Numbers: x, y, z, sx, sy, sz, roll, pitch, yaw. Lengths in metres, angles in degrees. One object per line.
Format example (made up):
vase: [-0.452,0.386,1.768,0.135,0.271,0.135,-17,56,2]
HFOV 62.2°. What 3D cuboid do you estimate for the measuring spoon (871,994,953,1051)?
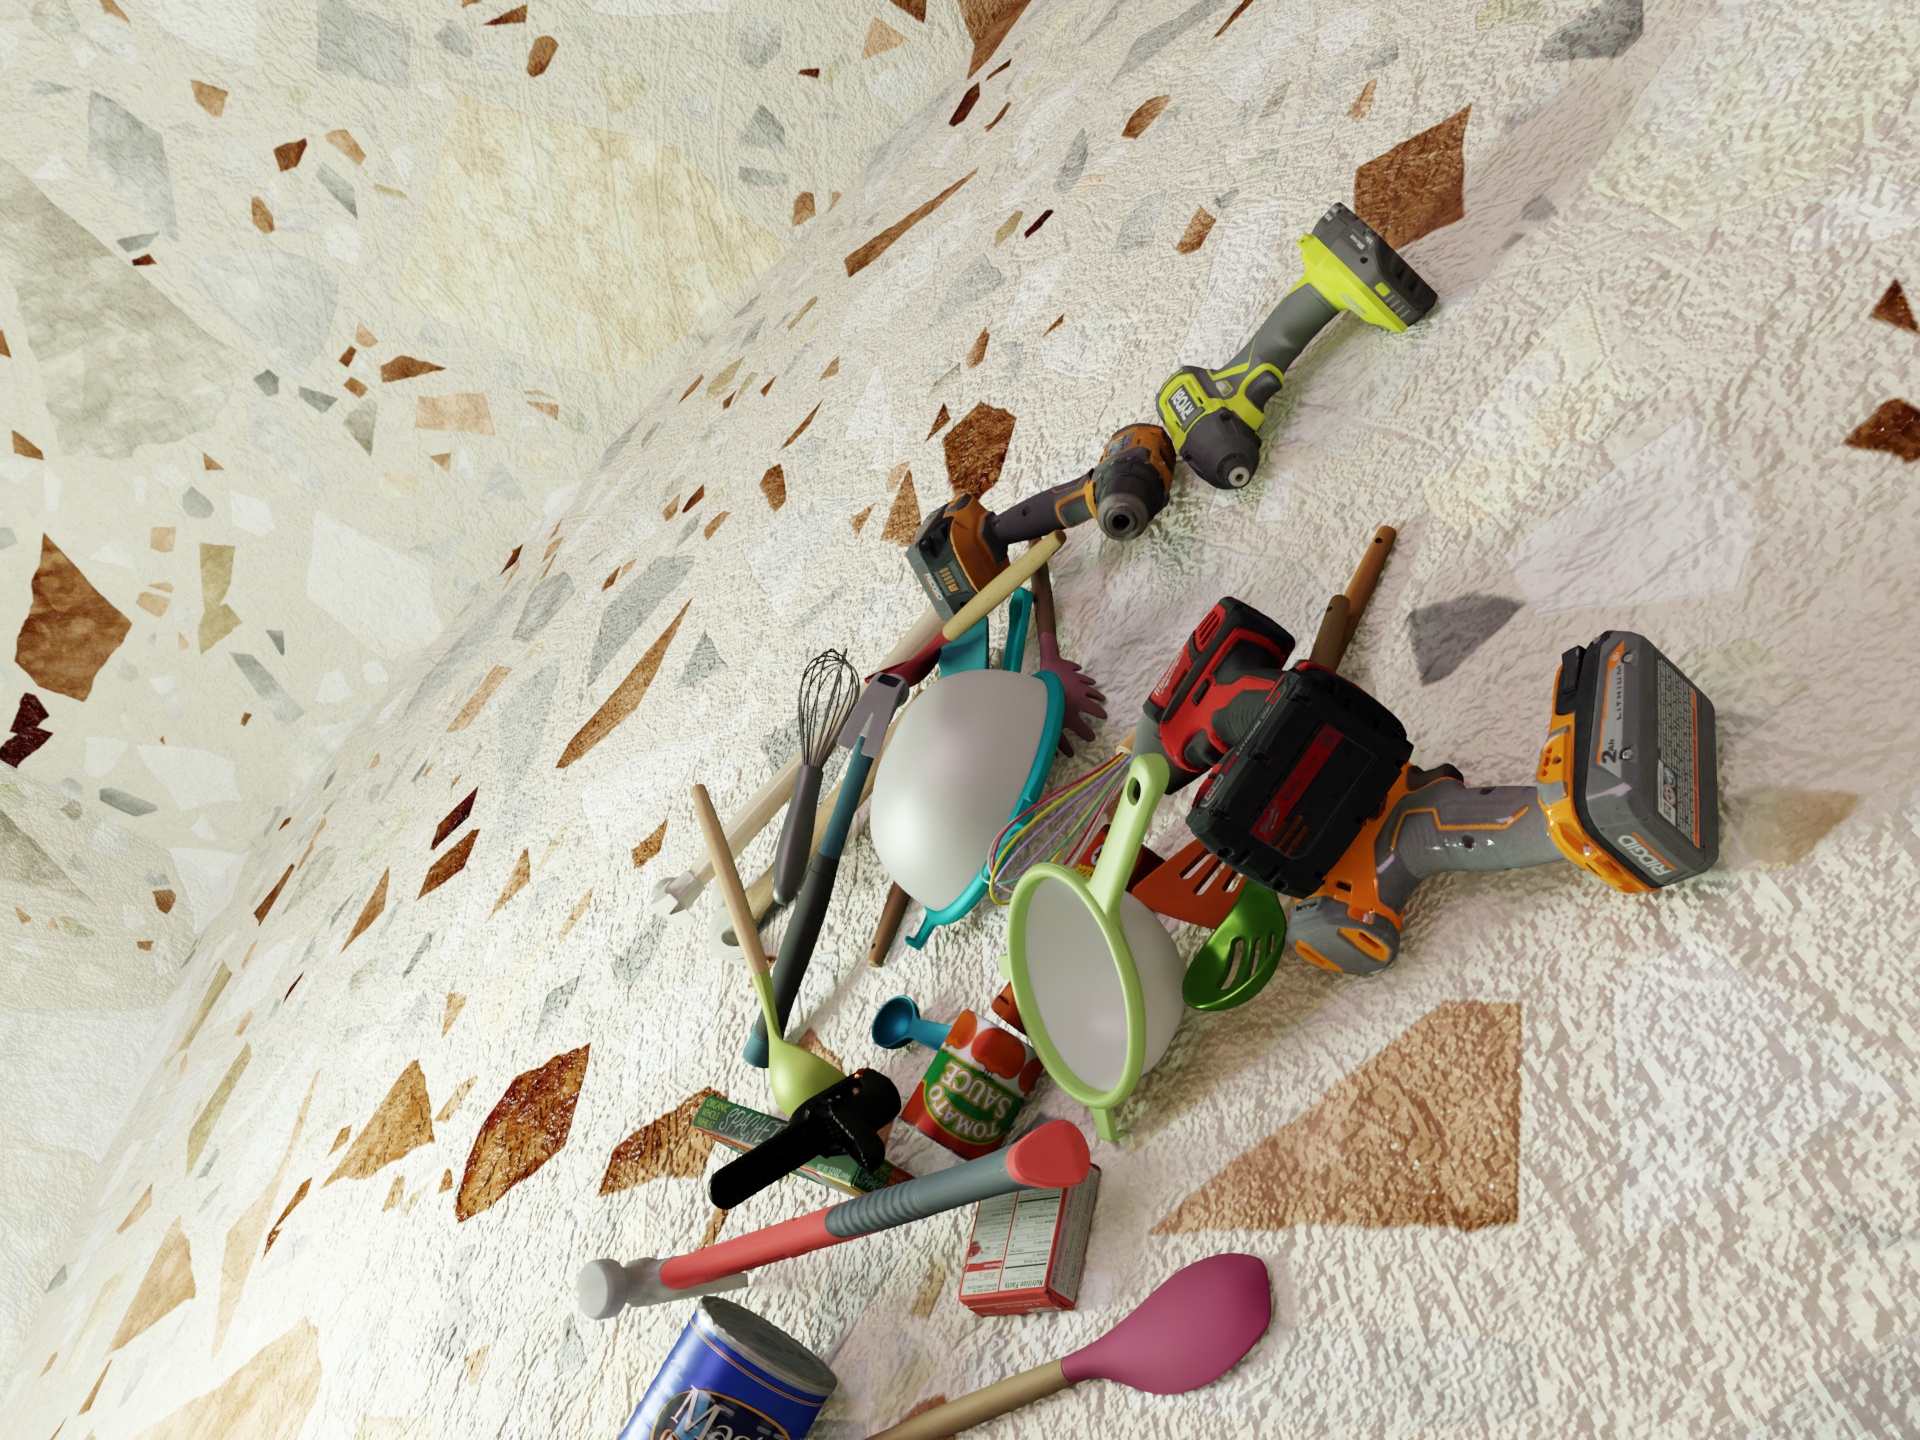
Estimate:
measuring spoon: [-0.016,0.230,1.144,0.129,0.021,0.042,7,62,49]

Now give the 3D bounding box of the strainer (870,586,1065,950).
strainer: [-0.002,-0.004,1.246,0.211,0.095,0.341,-53,18,43]

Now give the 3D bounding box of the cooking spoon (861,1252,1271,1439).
cooking spoon: [0.042,0.369,0.884,0.319,0.017,0.069,-35,31,29]

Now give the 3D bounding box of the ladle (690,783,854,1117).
ladle: [-0.150,0.172,1.231,0.062,0.078,0.320,-19,56,-9]

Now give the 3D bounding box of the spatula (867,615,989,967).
spatula: [-0.030,0.058,1.329,0.082,0.044,0.318,-23,40,51]

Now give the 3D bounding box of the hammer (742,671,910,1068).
hammer: [-0.110,0.121,1.282,0.128,0.033,0.331,-39,-32,-85]

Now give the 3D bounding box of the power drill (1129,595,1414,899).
power drill: [0.164,0.013,0.936,0.143,0.078,0.220,-56,16,8]

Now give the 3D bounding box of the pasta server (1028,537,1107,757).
pasta server: [0.077,-0.077,1.347,0.060,0.040,0.316,-40,26,22]

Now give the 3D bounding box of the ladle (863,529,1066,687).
ladle: [0.004,-0.083,1.289,0.069,0.031,0.315,-25,-6,-33]

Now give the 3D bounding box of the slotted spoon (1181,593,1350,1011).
slotted spoon: [0.199,0.044,0.968,0.070,0.031,0.314,-23,36,51]

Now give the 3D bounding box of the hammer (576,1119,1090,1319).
hammer: [-0.069,0.318,1.007,0.386,0.143,0.038,-27,66,33]

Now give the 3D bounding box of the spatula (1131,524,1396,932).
spatula: [0.215,-0.002,1.030,0.081,0.041,0.323,15,67,35]

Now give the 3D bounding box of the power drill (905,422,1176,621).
power drill: [0.070,-0.162,1.322,0.226,0.084,0.185,-22,20,20]

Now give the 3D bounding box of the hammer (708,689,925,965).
hammer: [-0.124,0.097,1.402,0.331,0.031,0.130,-48,30,25]

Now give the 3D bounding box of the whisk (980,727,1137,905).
whisk: [0.100,0.042,1.089,0.245,0.047,0.051,-41,18,-27]

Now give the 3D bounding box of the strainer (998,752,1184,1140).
strainer: [0.101,0.115,0.940,0.152,0.069,0.256,56,144,40]

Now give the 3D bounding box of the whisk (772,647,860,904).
whisk: [-0.125,0.043,1.349,0.055,0.055,0.239,-19,52,47]

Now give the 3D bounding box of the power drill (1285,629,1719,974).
power drill: [0.278,0.036,0.852,0.226,0.084,0.164,-27,36,46]

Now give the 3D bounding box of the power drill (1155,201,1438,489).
power drill: [0.260,-0.288,1.264,0.223,0.080,0.171,-46,27,20]

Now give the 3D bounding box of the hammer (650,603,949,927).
hammer: [-0.125,0.024,1.434,0.411,0.038,0.146,-47,8,-13]
